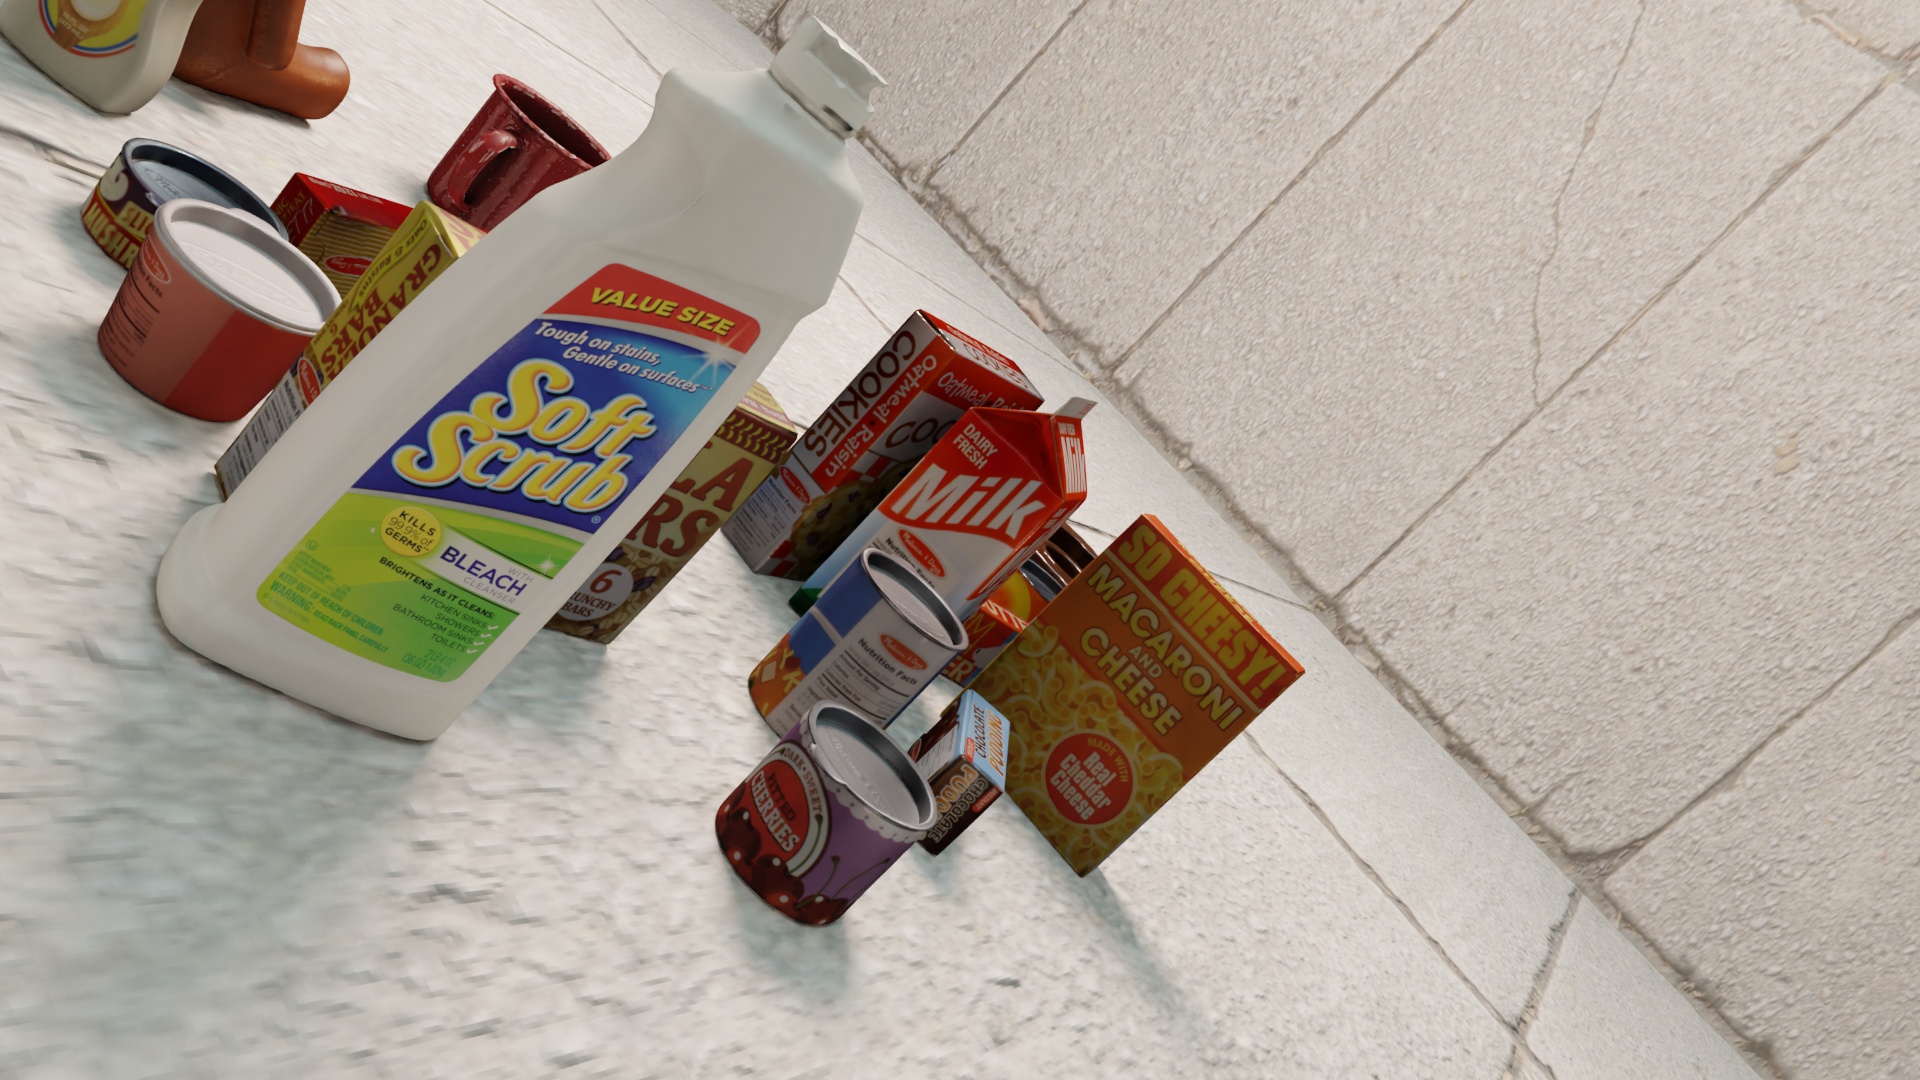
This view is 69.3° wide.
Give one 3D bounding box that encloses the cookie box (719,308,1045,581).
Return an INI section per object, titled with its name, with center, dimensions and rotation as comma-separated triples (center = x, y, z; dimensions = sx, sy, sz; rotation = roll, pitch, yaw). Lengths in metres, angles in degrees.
[cookie box]
center = -0.042, -0.047, 0.799
dimensions = 0.040, 0.167, 0.123
rotation = 49, 14, 22

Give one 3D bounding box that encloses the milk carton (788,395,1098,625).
[milk carton]
center = 0.003, -0.010, 0.765
dimensions = 0.073, 0.190, 0.072
rotation = 46, 13, 9

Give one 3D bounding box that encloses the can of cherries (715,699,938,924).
[can of cherries]
center = -0.054, 0.105, 0.539
dimensions = 0.071, 0.058, 0.072
rotation = 41, 14, -12

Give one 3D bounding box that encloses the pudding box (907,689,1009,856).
[pudding box]
center = -0.003, 0.112, 0.683
dimensions = 0.030, 0.049, 0.084
rotation = 42, 13, -8

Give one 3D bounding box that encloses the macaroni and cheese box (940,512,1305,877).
[macaroni and cheese box]
center = 0.089, 0.085, 0.779
dimensions = 0.124, 0.166, 0.040
rotation = 48, 13, 15

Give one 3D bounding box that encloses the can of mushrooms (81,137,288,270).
[can of mushrooms]
center = -0.308, -0.125, 0.552
dimensions = 0.071, 0.033, 0.071
rotation = 41, 14, -12

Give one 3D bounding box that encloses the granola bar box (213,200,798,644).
[granola bar box]
center = -0.158, -0.032, 0.511
dimensions = 0.165, 0.124, 0.039
rotation = 27, 22, -51

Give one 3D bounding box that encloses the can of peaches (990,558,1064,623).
[can of peaches]
center = 0.044, 0.054, 0.976
dimensions = 0.071, 0.058, 0.071
rotation = 41, 14, -12

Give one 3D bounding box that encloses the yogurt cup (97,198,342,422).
[yogurt cup]
center = -0.265, -0.079, 0.494
dimensions = 0.072, 0.054, 0.072
rotation = 41, 14, -12

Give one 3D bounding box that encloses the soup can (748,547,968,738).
[soup can]
center = -0.048, 0.054, 0.653
dimensions = 0.071, 0.083, 0.071
rotation = 41, 13, -12

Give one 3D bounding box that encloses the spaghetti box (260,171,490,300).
[spaghetti box]
center = -0.250, -0.132, 0.706
dimensions = 0.029, 0.050, 0.250
rotation = 47, 14, 12

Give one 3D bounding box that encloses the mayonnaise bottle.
[mayonnaise bottle]
center = -0.347, -0.259, 0.600
dimensions = 0.064, 0.148, 0.041
rotation = 41, 13, -12

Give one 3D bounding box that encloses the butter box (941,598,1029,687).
[butter box]
center = 0.002, 0.058, 0.854
dimensions = 0.103, 0.053, 0.024
rotation = 34, 16, -35
